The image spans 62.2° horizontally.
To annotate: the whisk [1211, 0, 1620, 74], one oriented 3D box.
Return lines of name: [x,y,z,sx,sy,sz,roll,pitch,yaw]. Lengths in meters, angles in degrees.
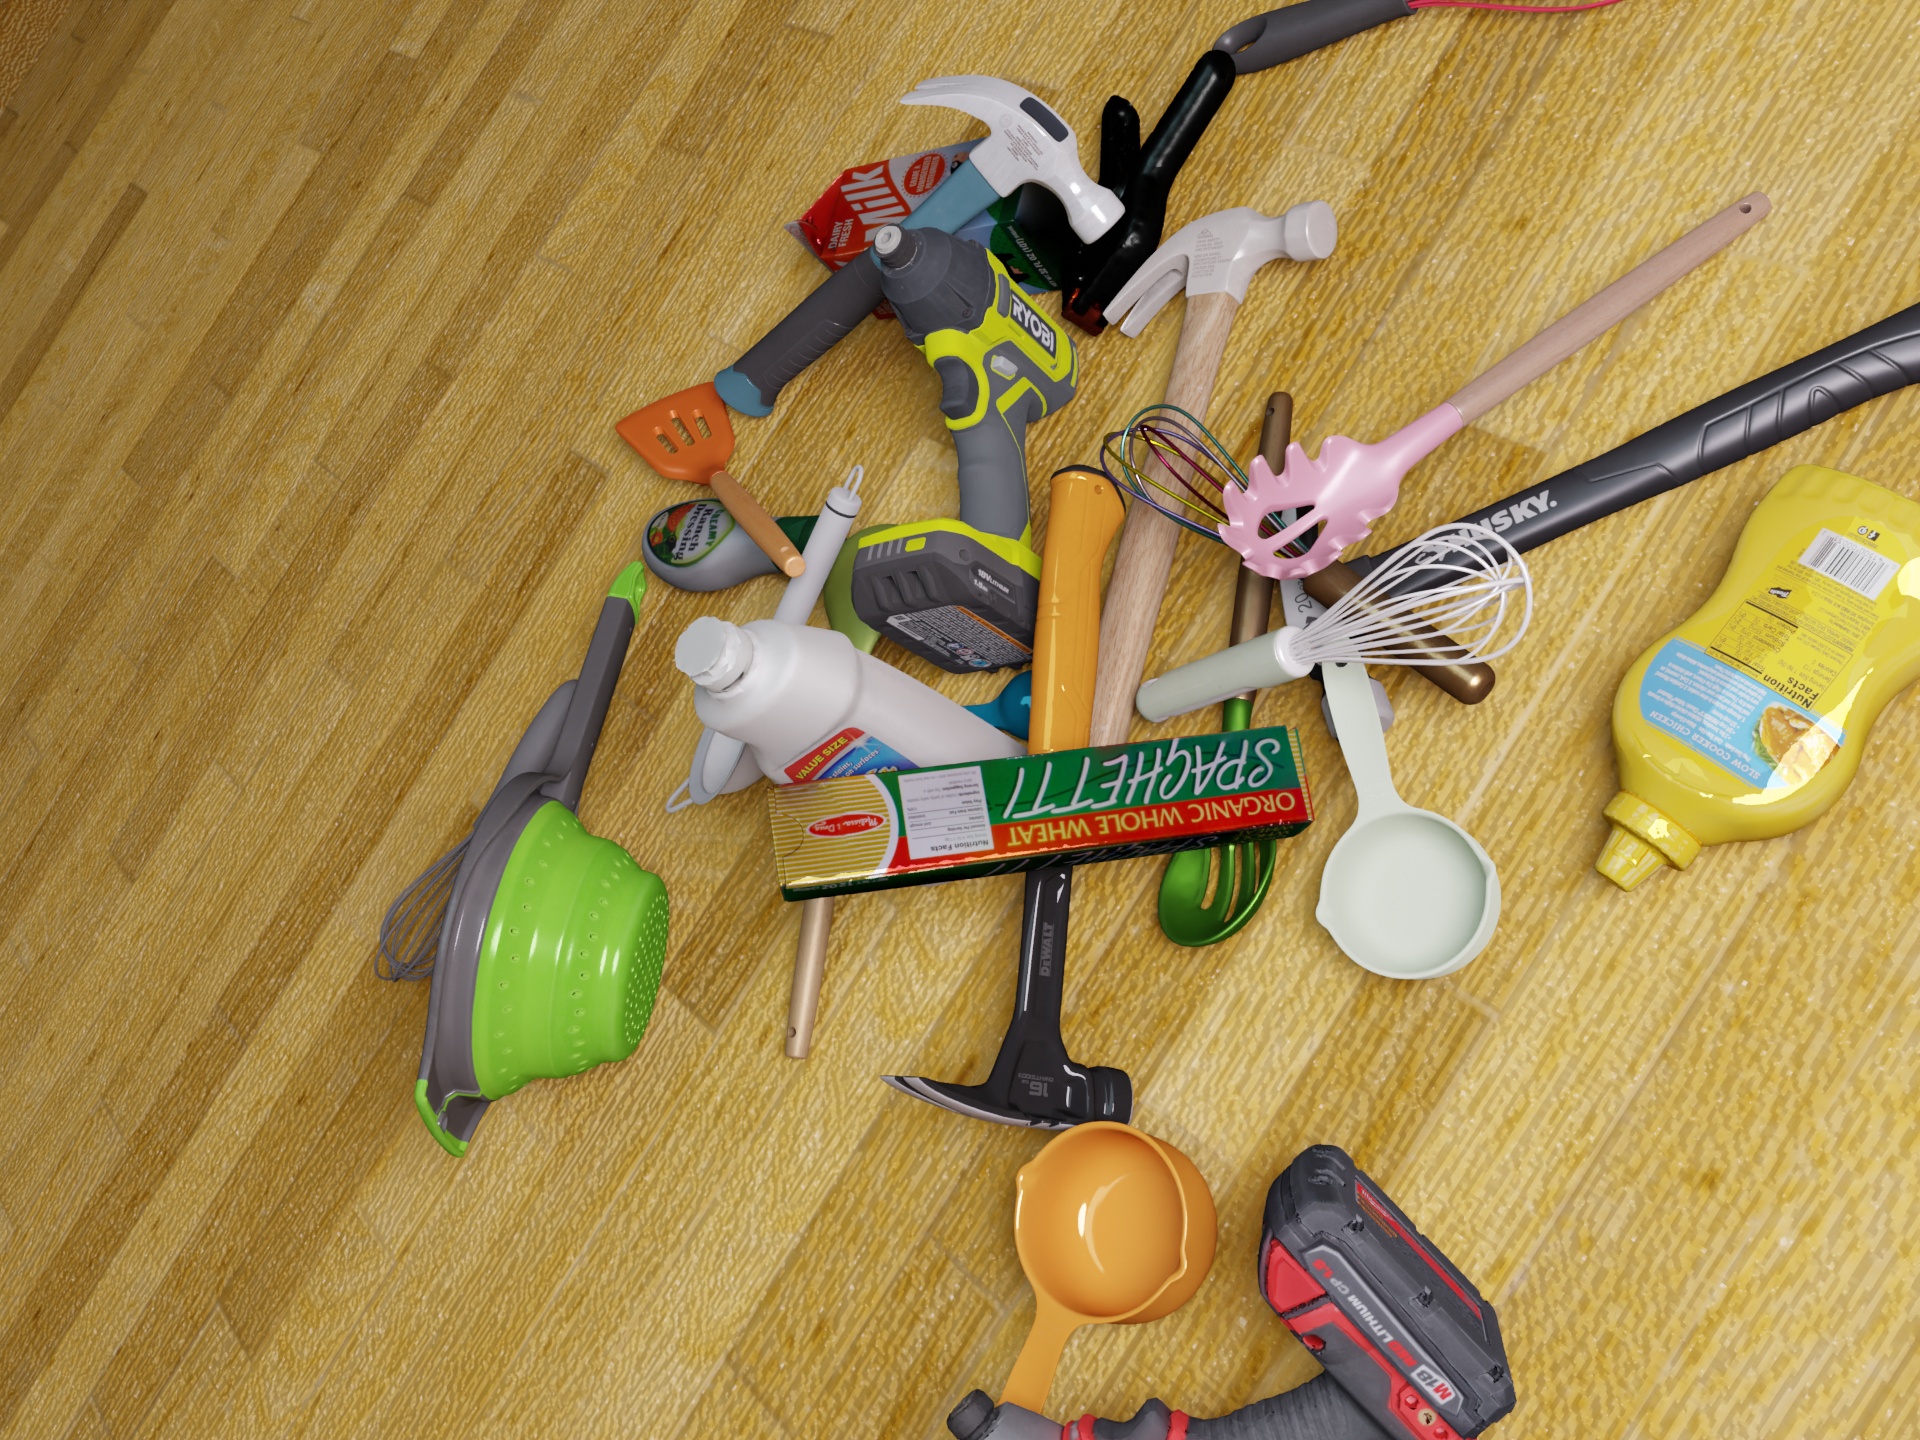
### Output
whisk: [0.269,-0.412,0.888,0.296,0.073,0.073,-1,70,40]

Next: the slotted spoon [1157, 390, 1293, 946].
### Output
slotted spoon: [0.149,-0.033,0.819,0.070,0.031,0.314,-13,60,49]

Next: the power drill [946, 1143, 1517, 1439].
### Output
power drill: [0.104,0.285,0.653,0.143,0.078,0.219,46,101,8]

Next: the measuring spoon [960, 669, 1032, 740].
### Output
measuring spoon: [-0.001,-0.003,0.887,0.128,0.021,0.042,-11,66,10]

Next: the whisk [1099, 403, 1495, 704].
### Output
whisk: [0.161,-0.085,0.780,0.245,0.047,0.051,42,98,31]

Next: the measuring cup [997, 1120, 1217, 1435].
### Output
measuring cup: [0.058,0.272,0.733,0.095,0.052,0.173,20,84,38]

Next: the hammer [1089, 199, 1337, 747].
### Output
hammer: [0.110,-0.129,0.877,0.130,0.031,0.331,6,76,45]

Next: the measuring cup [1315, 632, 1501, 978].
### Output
measuring cup: [0.199,0.039,0.737,0.083,0.038,0.168,-21,66,27]

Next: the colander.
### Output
colander: [-0.215,0.069,0.971,0.094,0.204,0.397,9,58,2]

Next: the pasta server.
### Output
pasta server: [0.255,-0.162,0.746,0.316,0.040,0.060,-34,75,-4]

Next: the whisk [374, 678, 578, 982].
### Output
whisk: [-0.323,0.074,1.078,0.055,0.055,0.239,26,82,38]

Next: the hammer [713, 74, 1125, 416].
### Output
hammer: [-0.053,-0.275,0.984,0.331,0.128,0.033,-27,21,46]

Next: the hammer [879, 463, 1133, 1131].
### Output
hammer: [0.041,0.028,0.791,0.034,0.127,0.337,-18,61,56]

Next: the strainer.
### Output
strainer: [-0.108,-0.039,0.944,0.258,0.050,0.087,-62,25,27]

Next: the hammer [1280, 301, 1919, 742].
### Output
hammer: [0.306,-0.118,0.746,0.335,0.035,0.146,-26,58,23]

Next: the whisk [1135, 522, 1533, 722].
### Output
whisk: [0.160,-0.033,0.732,0.246,0.058,0.059,-22,88,56]

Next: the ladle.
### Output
ladle: [-0.064,0.036,0.931,0.078,0.062,0.320,1,77,34]

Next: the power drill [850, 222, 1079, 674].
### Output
power drill: [0.002,-0.152,0.882,0.080,0.171,0.223,-9,68,31]

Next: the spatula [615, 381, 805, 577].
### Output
spatula: [-0.151,-0.153,1.013,0.081,0.041,0.323,-26,30,-10]
